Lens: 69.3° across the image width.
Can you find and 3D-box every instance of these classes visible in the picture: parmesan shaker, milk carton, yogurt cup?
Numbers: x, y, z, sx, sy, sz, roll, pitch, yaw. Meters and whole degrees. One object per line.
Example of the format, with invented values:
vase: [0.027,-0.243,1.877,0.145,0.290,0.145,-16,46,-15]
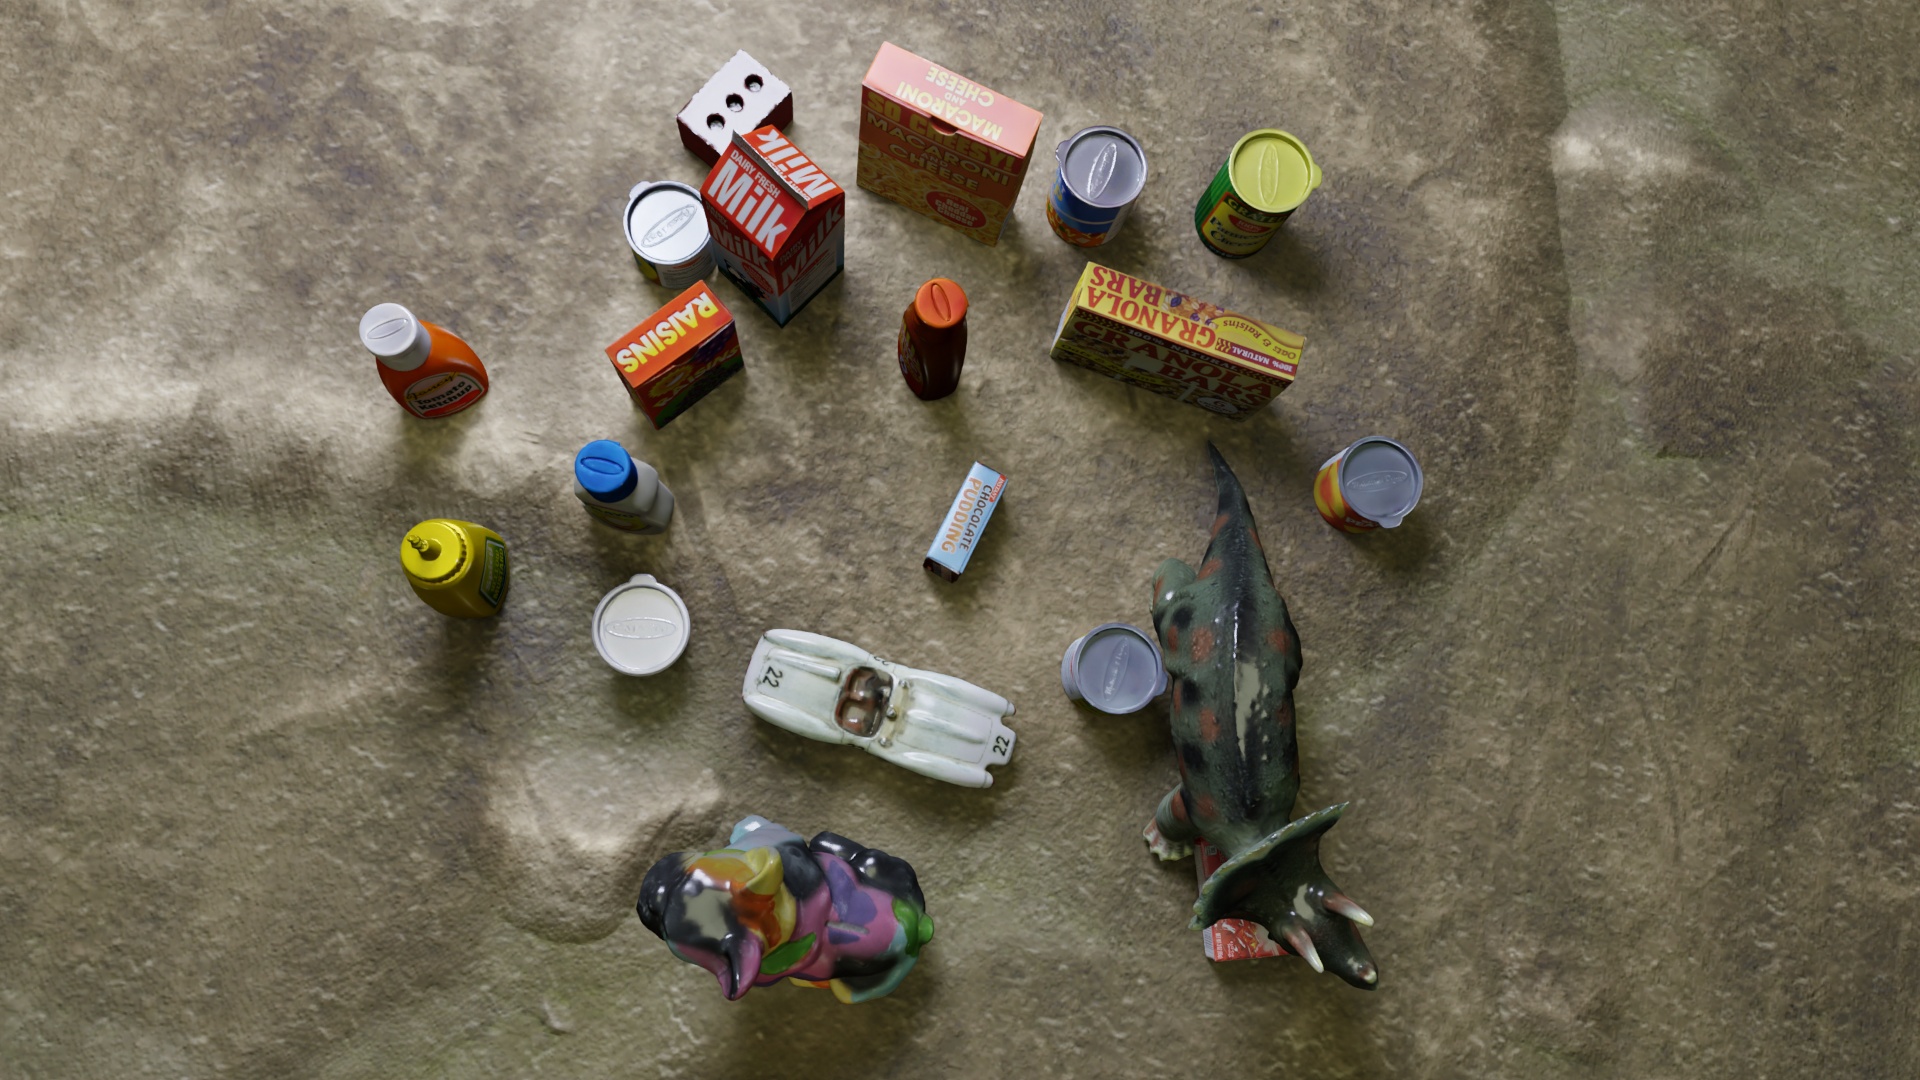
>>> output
parmesan shaker: [0.229,-0.265,1.077,0.071,0.103,0.071,1,81,-5]
milk carton: [-0.132,-0.227,0.991,0.072,0.190,0.073,43,80,2]
yogurt cup: [-0.227,0.065,1.002,0.072,0.054,0.072,1,81,-5]

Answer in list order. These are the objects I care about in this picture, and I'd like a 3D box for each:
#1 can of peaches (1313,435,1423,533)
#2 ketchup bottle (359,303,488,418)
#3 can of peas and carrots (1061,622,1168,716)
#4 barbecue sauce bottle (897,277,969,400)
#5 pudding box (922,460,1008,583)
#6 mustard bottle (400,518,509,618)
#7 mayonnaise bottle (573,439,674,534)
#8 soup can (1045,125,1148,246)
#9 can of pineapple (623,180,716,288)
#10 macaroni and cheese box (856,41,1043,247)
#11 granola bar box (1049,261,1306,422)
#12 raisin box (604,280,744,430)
can of peaches: [0.313,-0.040,1.069,0.071,0.058,0.071,1,81,-5]
ketchup bottle: [-0.379,-0.126,0.971,0.065,0.148,0.043,-26,84,-9]
can of peas and carrots: [0.113,0.097,1.026,0.071,0.058,0.071,1,81,-5]
barbecue sauce bottle: [-0.019,-0.150,1.010,0.044,0.148,0.065,-18,83,-8]
pudding box: [0.004,-0.013,1.039,0.030,0.049,0.084,27,79,-1]
mustard bottle: [-0.346,0.016,0.944,0.049,0.160,0.065,4,81,-5]
mayonnaise bottle: [-0.239,-0.037,0.970,0.065,0.148,0.041,13,80,-3]
soup can: [0.101,-0.274,1.076,0.071,0.083,0.071,1,81,-5]
can of pineapple: [-0.218,-0.232,1.051,0.071,0.057,0.071,1,81,-5]
macaroni and cheese box: [-0.012,-0.286,1.025,0.124,0.166,0.040,24,80,-1]
granola bar box: [0.158,-0.144,1.039,0.166,0.124,0.039,19,80,-2]
raisin box: [-0.203,-0.131,1.002,0.086,0.123,0.040,-38,86,-10]
